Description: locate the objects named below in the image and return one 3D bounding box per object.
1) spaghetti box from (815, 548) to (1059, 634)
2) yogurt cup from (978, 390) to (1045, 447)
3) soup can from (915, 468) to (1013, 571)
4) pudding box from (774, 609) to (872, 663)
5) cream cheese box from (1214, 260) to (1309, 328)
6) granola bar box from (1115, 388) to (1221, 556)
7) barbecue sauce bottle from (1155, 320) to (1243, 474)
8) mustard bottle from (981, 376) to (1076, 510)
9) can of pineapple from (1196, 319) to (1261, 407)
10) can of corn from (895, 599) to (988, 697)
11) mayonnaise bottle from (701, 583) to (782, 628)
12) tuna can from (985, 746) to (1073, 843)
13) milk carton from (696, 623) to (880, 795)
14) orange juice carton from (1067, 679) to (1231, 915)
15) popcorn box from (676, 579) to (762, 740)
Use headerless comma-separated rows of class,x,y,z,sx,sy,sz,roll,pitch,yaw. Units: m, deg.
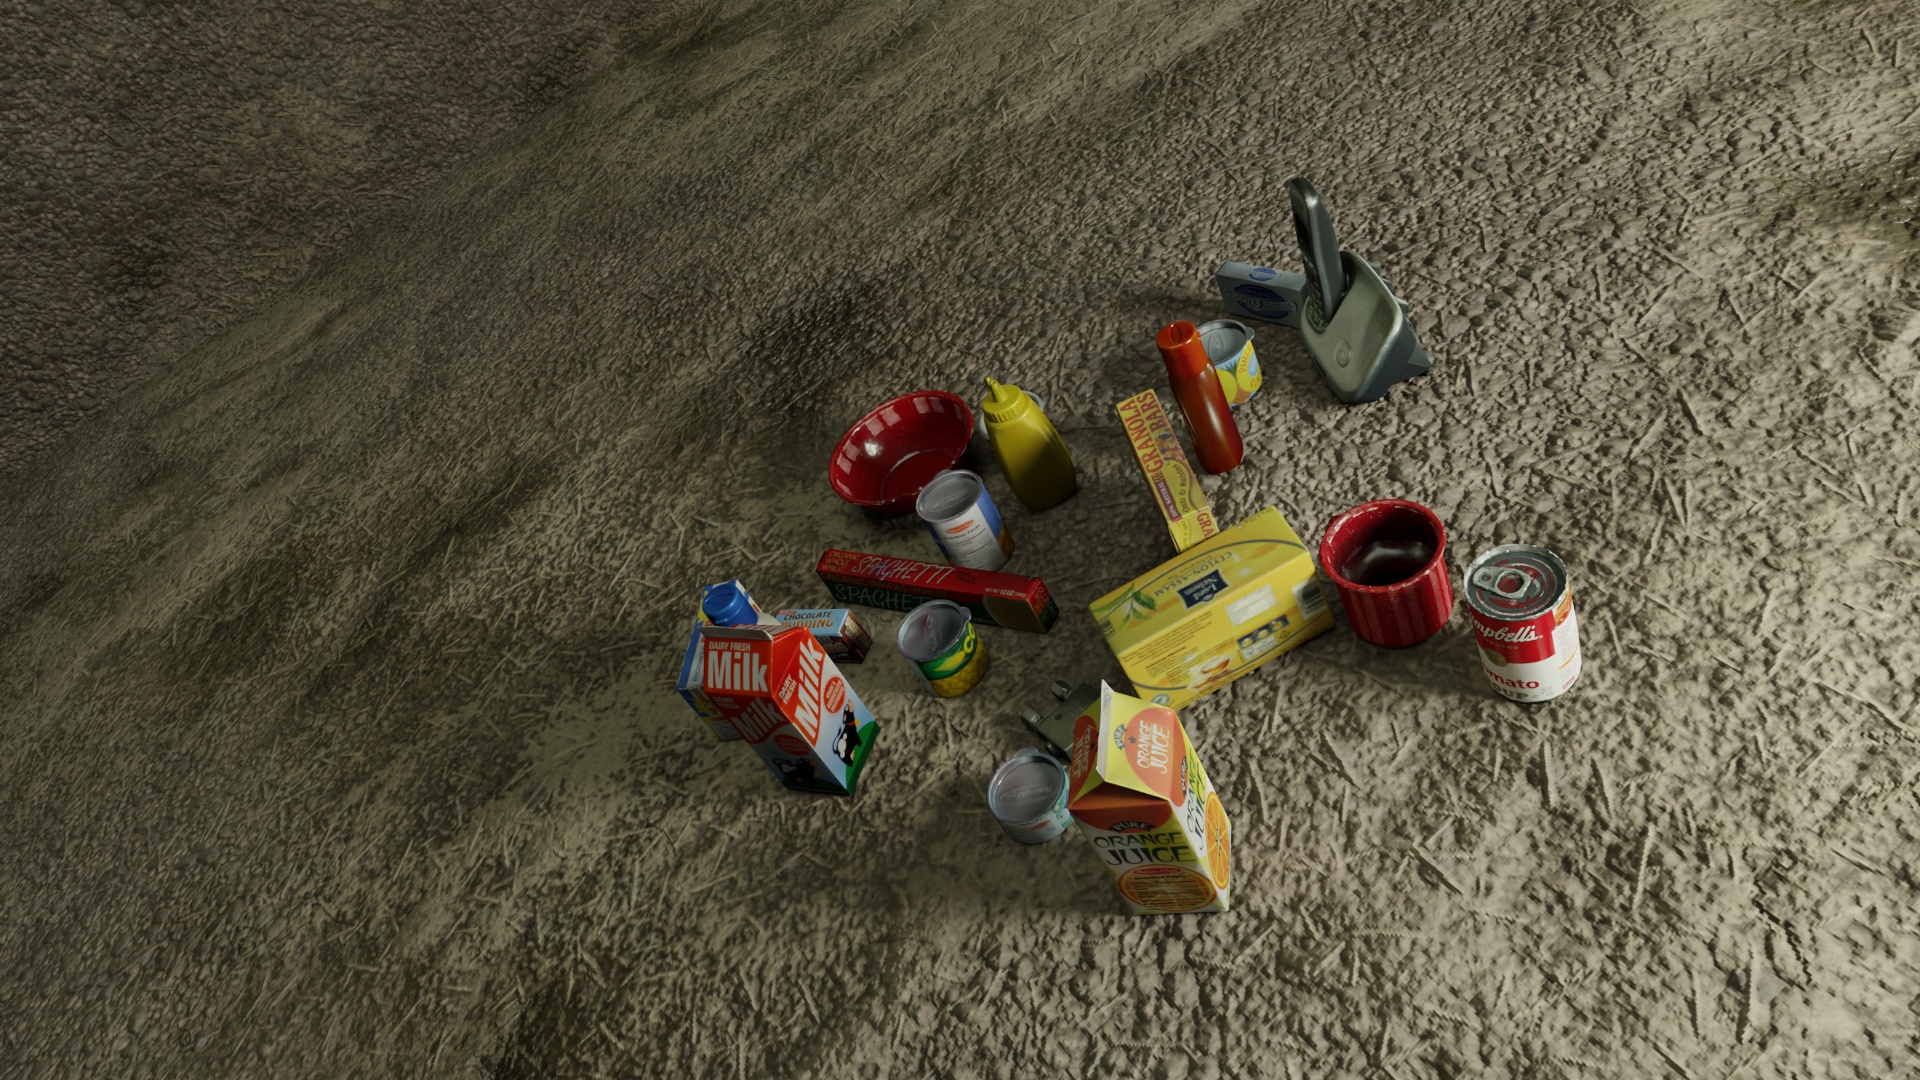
spaghetti box,-0.027,0.045,1.284,0.250,0.050,0.029,7,53,35
yogurt cup,0.059,-0.107,1.385,0.072,0.053,0.073,-16,43,16
soup can,0.005,-0.016,1.302,0.071,0.083,0.072,-16,43,16
pudding box,-0.132,0.089,1.301,0.083,0.049,0.030,-2,48,29
cream cheese box,0.306,-0.244,1.379,0.104,0.053,0.024,23,63,43
granola bar box,0.186,-0.032,1.182,0.039,0.123,0.166,-24,41,8
barbecue sauce bottle,0.214,-0.130,1.246,0.043,0.148,0.065,-17,42,15
mustard bottle,0.057,-0.098,1.296,0.065,0.159,0.049,-25,41,6
can of pineapple,0.252,-0.169,1.332,0.071,0.057,0.071,-16,43,16
can of corn,-0.013,0.095,1.220,0.071,0.058,0.071,-16,43,16
mayonnaise bottle,-0.179,0.097,1.245,0.064,0.147,0.041,-14,43,19
tuna can,0.056,0.201,1.092,0.071,0.032,0.071,-16,43,16
milk carton,-0.147,0.131,1.160,0.072,0.189,0.074,-1,49,30
orange juice carton,0.126,0.179,0.951,0.073,0.192,0.072,-10,45,22
popcorn box,-0.217,0.112,1.301,0.038,0.085,0.127,-13,44,19
